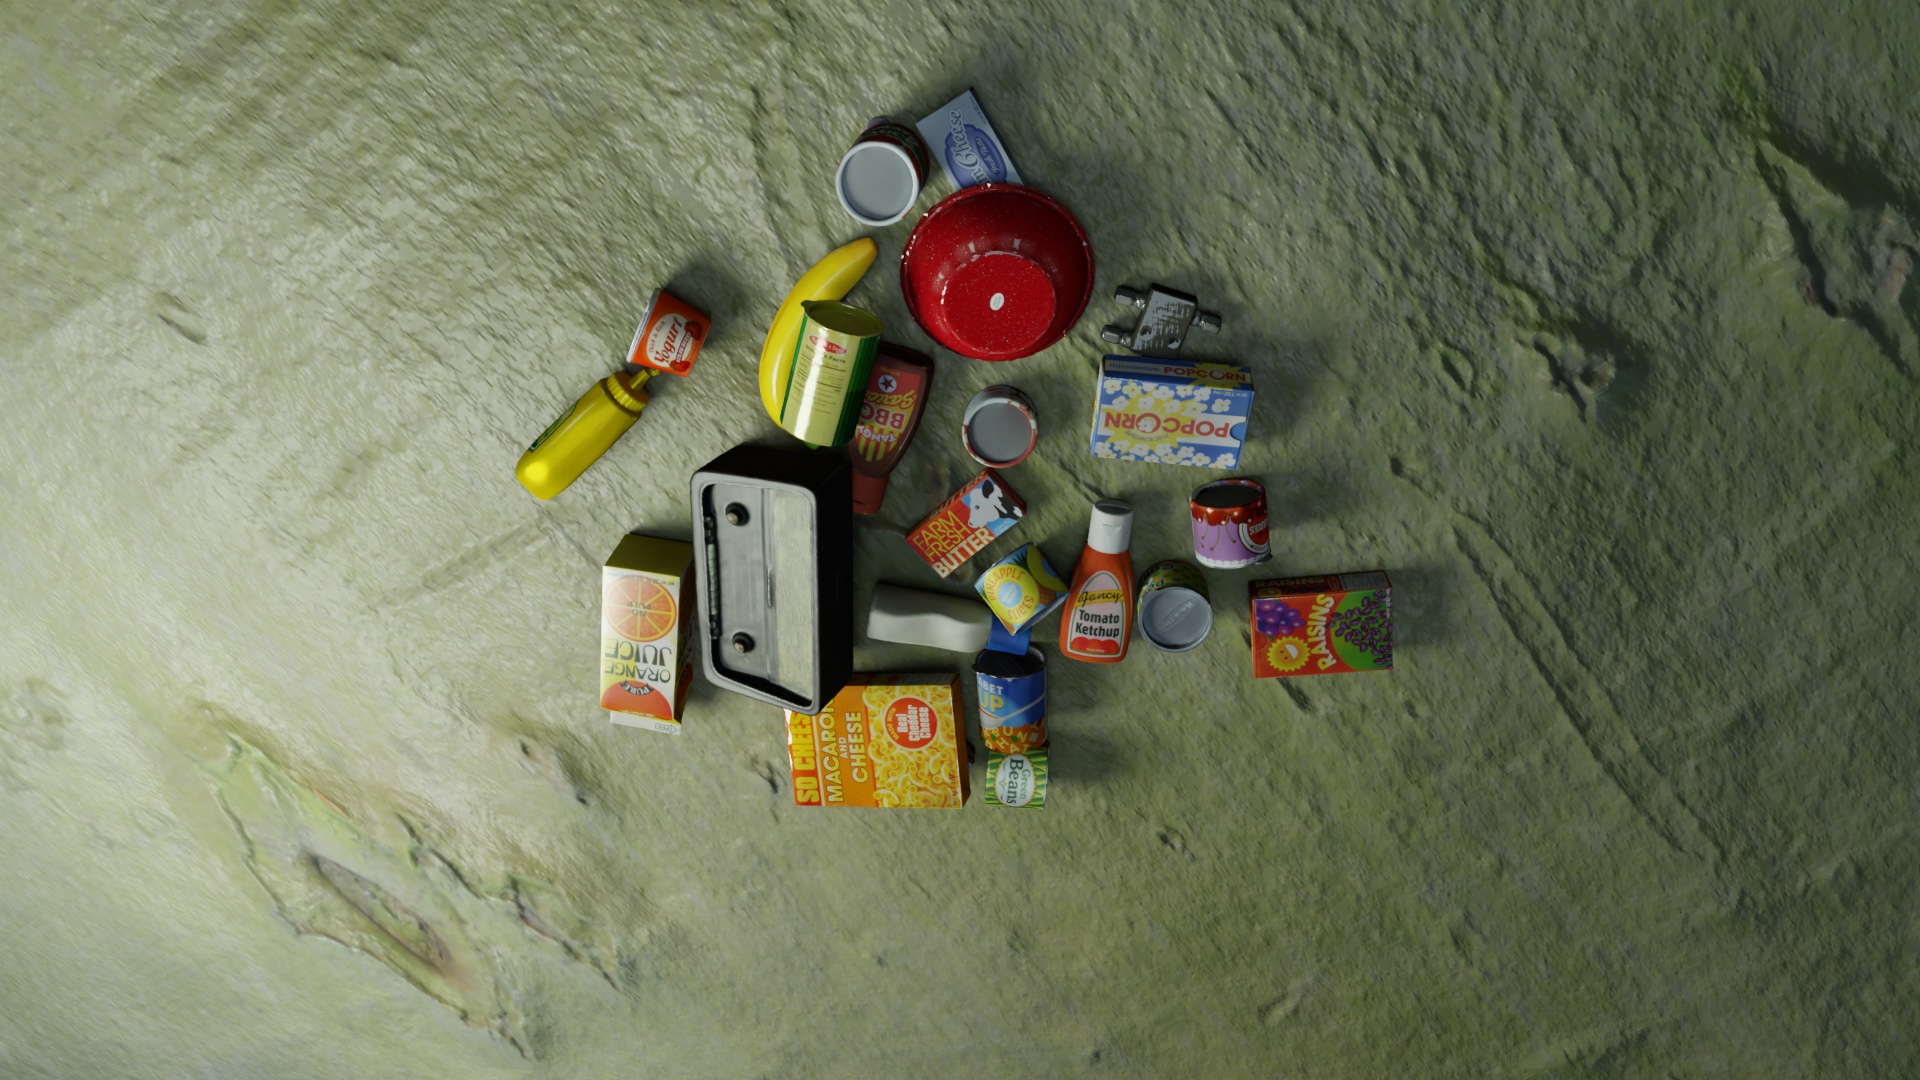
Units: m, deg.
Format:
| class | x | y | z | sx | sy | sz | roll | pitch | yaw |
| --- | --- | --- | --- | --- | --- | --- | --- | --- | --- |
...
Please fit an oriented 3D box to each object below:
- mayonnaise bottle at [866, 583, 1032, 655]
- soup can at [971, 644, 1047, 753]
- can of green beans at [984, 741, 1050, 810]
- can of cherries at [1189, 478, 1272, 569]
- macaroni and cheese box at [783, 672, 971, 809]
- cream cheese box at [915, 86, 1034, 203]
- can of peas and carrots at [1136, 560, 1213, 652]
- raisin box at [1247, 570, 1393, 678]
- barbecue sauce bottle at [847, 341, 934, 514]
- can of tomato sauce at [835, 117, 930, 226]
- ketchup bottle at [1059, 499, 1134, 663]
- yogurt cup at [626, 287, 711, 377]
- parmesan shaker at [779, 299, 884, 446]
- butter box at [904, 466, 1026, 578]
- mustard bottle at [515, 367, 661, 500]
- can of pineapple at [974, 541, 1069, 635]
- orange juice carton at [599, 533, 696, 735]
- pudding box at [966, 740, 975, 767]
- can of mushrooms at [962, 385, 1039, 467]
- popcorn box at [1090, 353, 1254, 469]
| class | x | y | z | sx | sy | sz | roll | pitch | yaw |
| --- | --- | --- | --- | --- | --- | --- | --- | --- | --- |
| mayonnaise bottle | -0.010 | 0.076 | 1.273 | 0.148 | 0.065 | 0.041 | 10 | 115 | -4 |
| soup can | 0.046 | 0.147 | 1.296 | 0.071 | 0.071 | 0.083 | 0 | 115 | 5 |
| can of green beans | 0.054 | 0.223 | 1.332 | 0.058 | 0.071 | 0.071 | 5 | 115 | 3 |
| can of cherries | 0.237 | -0.015 | 1.206 | 0.071 | 0.072 | 0.058 | -6 | 113 | 8 |
| macaroni and cheese box | -0.079 | 0.190 | 1.319 | 0.166 | 0.040 | 0.123 | -2 | 102 | 14 |
| cream cheese box | 0.013 | -0.304 | 1.116 | 0.053 | 0.024 | 0.103 | -27 | 109 | 17 |
| can of peas and carrots | 0.190 | 0.057 | 1.249 | 0.071 | 0.059 | 0.070 | 2 | 114 | 4 |
| raisin box | 0.326 | 0.077 | 1.258 | 0.123 | 0.040 | 0.085 | -5 | 115 | 8 |
| barbecue sauce bottle | -0.070 | -0.095 | 1.208 | 0.065 | 0.044 | 0.147 | 19 | 115 | 5 |
| can of tomato sauce | -0.061 | -0.291 | 1.095 | 0.071 | 0.083 | 0.071 | 2 | 115 | 4 |
| ketchup bottle | 0.128 | 0.037 | 1.253 | 0.065 | 0.044 | 0.148 | 6 | 114 | 2 |
| yogurt cup | -0.246 | -0.173 | 1.177 | 0.054 | 0.073 | 0.072 | 22 | 115 | -14 |
| parmesan shaker | -0.110 | -0.139 | 1.150 | 0.071 | 0.071 | 0.102 | 17 | 119 | -3 |
| butter box | 0.004 | -0.016 | 1.249 | 0.103 | 0.024 | 0.053 | -38 | 107 | 19 |
| mustard bottle | -0.321 | -0.103 | 1.217 | 0.160 | 0.065 | 0.048 | -40 | 111 | 14 |
| can of pineapple | 0.055 | 0.044 | 1.237 | 0.071 | 0.071 | 0.058 | -41 | 78 | 20 |
| orange juice carton | -0.292 | 0.097 | 1.298 | 0.072 | 0.073 | 0.191 | 9 | 115 | 1 |
| pudding box | -0.031 | 0.217 | 1.356 | 0.083 | 0.030 | 0.049 | -38 | 106 | 19 |
| can of mushrooms | 0.036 | -0.097 | 1.205 | 0.071 | 0.033 | 0.070 | 2 | 114 | 4 |
| popcorn box | 0.177 | -0.108 | 1.174 | 0.127 | 0.038 | 0.084 | 5 | 131 | 2 |
